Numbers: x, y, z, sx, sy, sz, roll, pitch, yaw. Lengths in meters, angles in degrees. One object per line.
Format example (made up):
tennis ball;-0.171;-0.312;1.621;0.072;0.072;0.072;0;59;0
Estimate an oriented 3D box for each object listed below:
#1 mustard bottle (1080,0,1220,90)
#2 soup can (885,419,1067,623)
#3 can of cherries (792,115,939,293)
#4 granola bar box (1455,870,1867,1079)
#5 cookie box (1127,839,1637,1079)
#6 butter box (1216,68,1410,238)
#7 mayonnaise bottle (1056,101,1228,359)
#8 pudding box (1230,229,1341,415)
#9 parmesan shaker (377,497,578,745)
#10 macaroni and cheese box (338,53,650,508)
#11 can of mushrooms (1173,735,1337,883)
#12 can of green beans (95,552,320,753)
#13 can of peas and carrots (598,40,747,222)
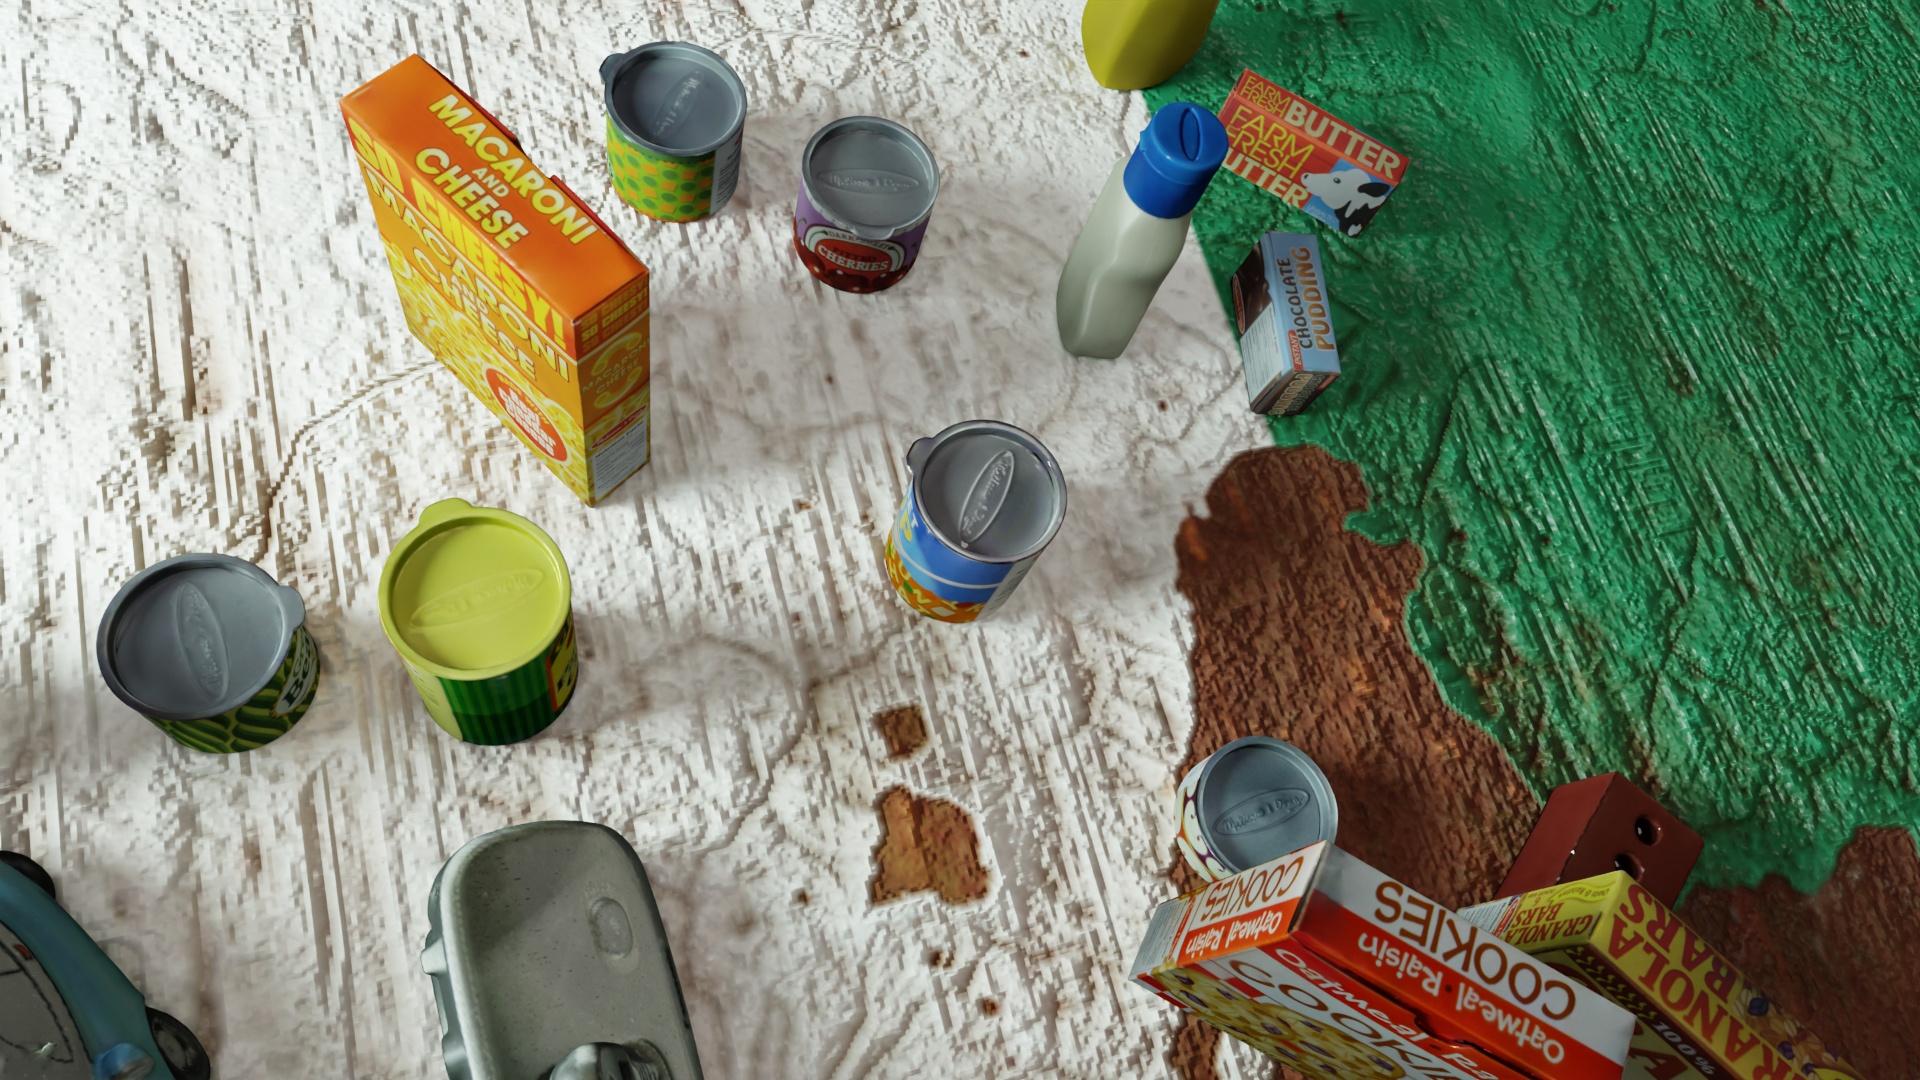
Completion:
mustard bottle;0.111;-0.303;0.723;0.065;0.159;0.049;-15;72;-18
soup can;0.002;-0.008;0.618;0.071;0.083;0.071;5;67;-11
can of cherries;-0.048;-0.162;0.684;0.071;0.058;0.072;5;67;-11
granola bar box;0.291;0.214;0.571;0.165;0.123;0.039;41;66;6
cookie box;0.149;0.174;0.530;0.123;0.166;0.040;29;65;0
butter box;0.187;-0.211;0.762;0.103;0.053;0.024;29;65;0
mayonnaise bottle;0.083;-0.146;0.658;0.041;0.147;0.065;7;67;-10
pudding box;0.167;-0.112;0.718;0.030;0.049;0.084;1;68;-13
parmesan shaker;-0.186;0.034;0.546;0.071;0.102;0.071;5;67;-11
macaroni and cheese box;-0.182;-0.097;0.566;0.124;0.165;0.040;43;66;6
can of mushrooms;0.132;0.126;0.620;0.071;0.033;0.071;5;67;-11
can of green beans;-0.290;0.045;0.542;0.071;0.057;0.071;5;67;-11
can of peas and carrots;-0.142;-0.199;0.677;0.071;0.058;0.071;5;67;-11
